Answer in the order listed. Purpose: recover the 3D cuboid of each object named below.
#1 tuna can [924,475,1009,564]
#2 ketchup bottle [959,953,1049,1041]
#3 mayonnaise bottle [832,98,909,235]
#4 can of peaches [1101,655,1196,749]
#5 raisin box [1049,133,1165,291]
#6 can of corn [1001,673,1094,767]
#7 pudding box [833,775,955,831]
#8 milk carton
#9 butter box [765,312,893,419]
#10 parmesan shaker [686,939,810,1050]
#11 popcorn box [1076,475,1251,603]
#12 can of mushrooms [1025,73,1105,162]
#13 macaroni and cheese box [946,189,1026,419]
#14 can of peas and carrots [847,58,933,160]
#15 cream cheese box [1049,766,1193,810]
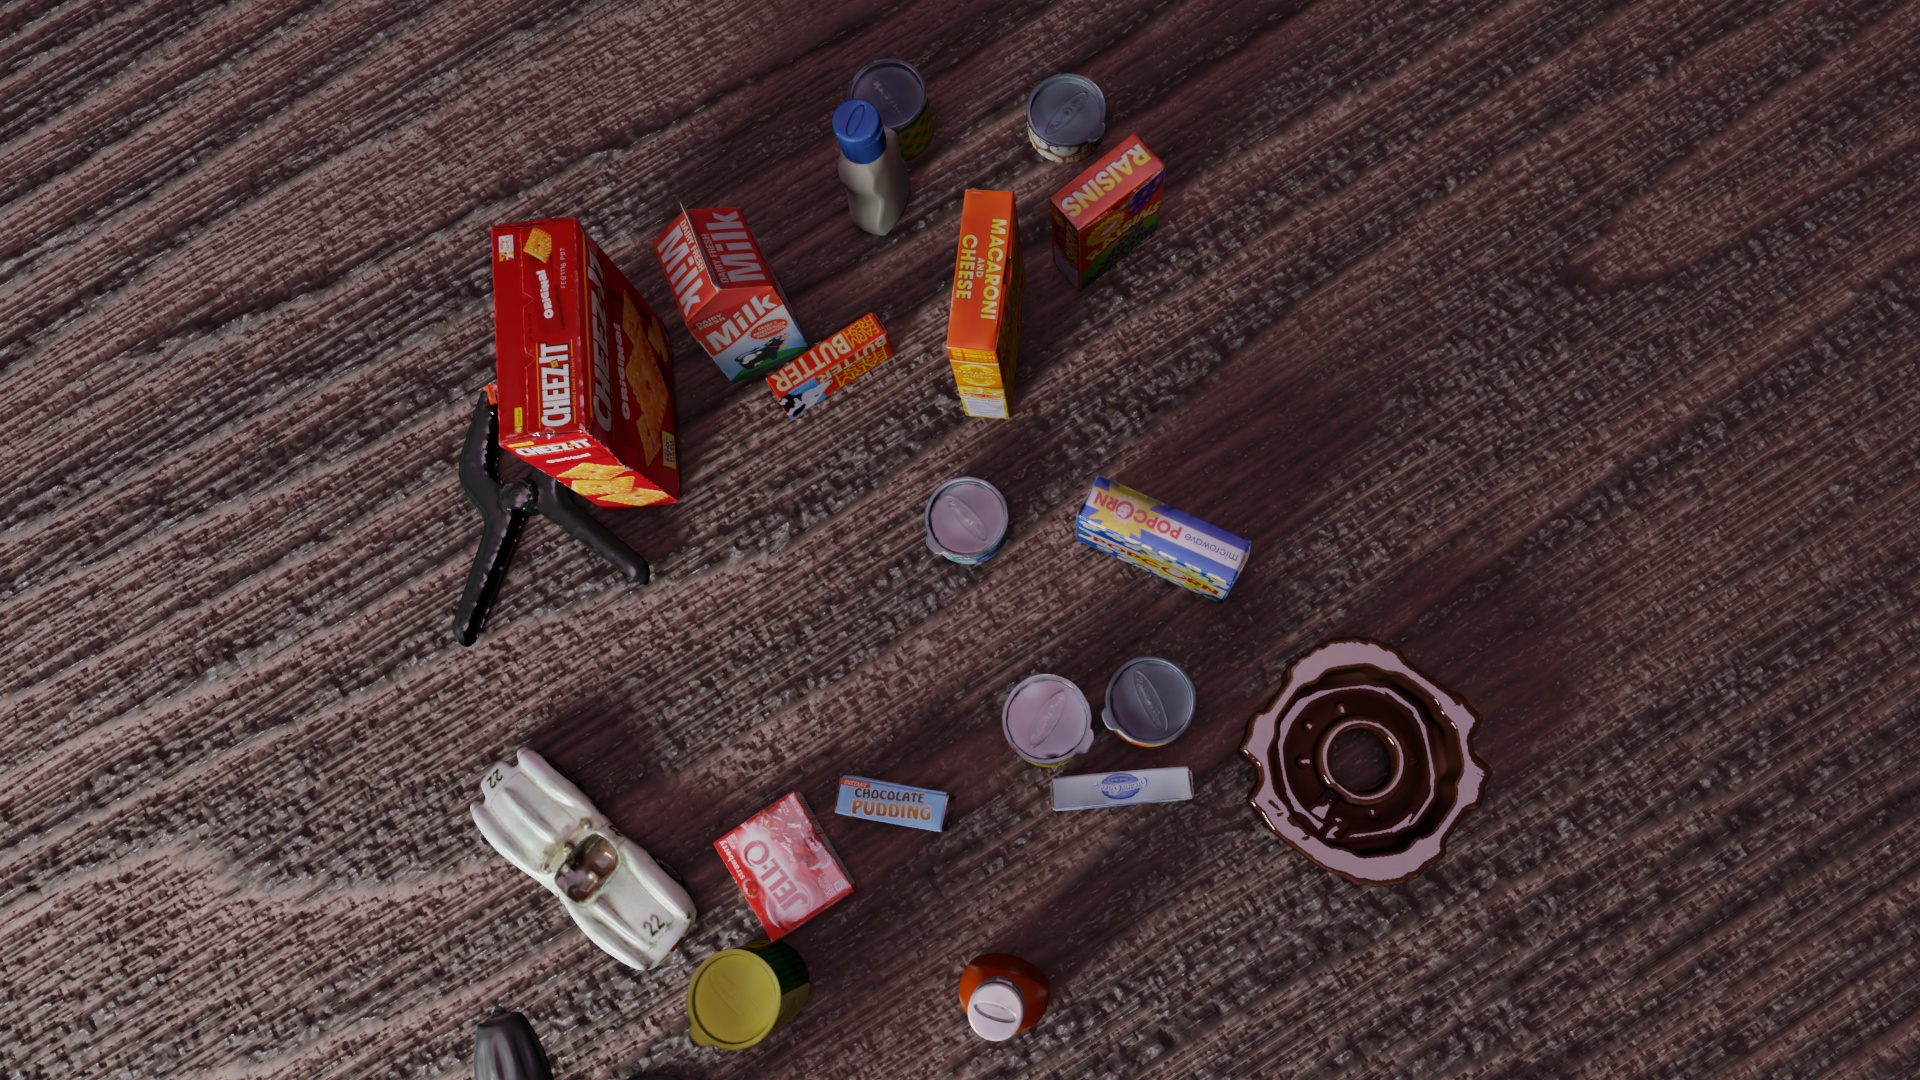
[{"bbox_3d":[0.004,-0.014,1.098,0.071,0.032,0.071,-1,78,5],"label":"tuna can"},{"bbox_3d":[0.029,0.317,0.965,0.065,0.148,0.043,15,80,8],"label":"ketchup bottle"},{"bbox_3d":[-0.072,-0.300,1.108,0.041,0.148,0.065,21,81,9],"label":"mayonnaise bottle"},{"bbox_3d":[0.140,0.123,1.044,0.071,0.058,0.071,-1,78,5],"label":"can of peaches"},{"bbox_3d":[0.115,-0.256,1.095,0.086,0.123,0.040,-38,78,-3],"label":"raisin box"},{"bbox_3d":[0.068,0.138,1.047,0.071,0.058,0.071,-1,78,5],"label":"can of corn"},{"bbox_3d":[-0.049,0.198,1.048,0.084,0.049,0.030,9,79,7],"label":"pudding box"},{"bbox_3d":[-0.178,-0.192,1.071,0.073,0.190,0.072,-24,77,0],"label":"milk carton"},{"bbox_3d":[-0.105,-0.141,1.125,0.103,0.053,0.024,-33,78,-3],"label":"butter box"},{"bbox_3d":[-0.153,0.326,1.001,0.071,0.103,0.071,-1,78,5],"label":"parmesan shaker"},{"bbox_3d":[0.153,0.001,1.056,0.127,0.085,0.038,24,81,9],"label":"popcorn box"},{"bbox_3d":[0.090,-0.352,1.164,0.071,0.033,0.071,-1,78,5],"label":"can of mushrooms"},{"bbox_3d":[0.023,-0.176,1.063,0.040,0.166,0.124,6,79,6],"label":"macaroni and cheese box"},{"bbox_3d":[-0.060,-0.358,1.165,0.071,0.058,0.071,-1,78,5],"label":"can of peas and carrots"},{"bbox_3d":[0.119,0.185,1.035,0.104,0.053,0.024,-6,78,4],"label":"cream cheese box"}]
